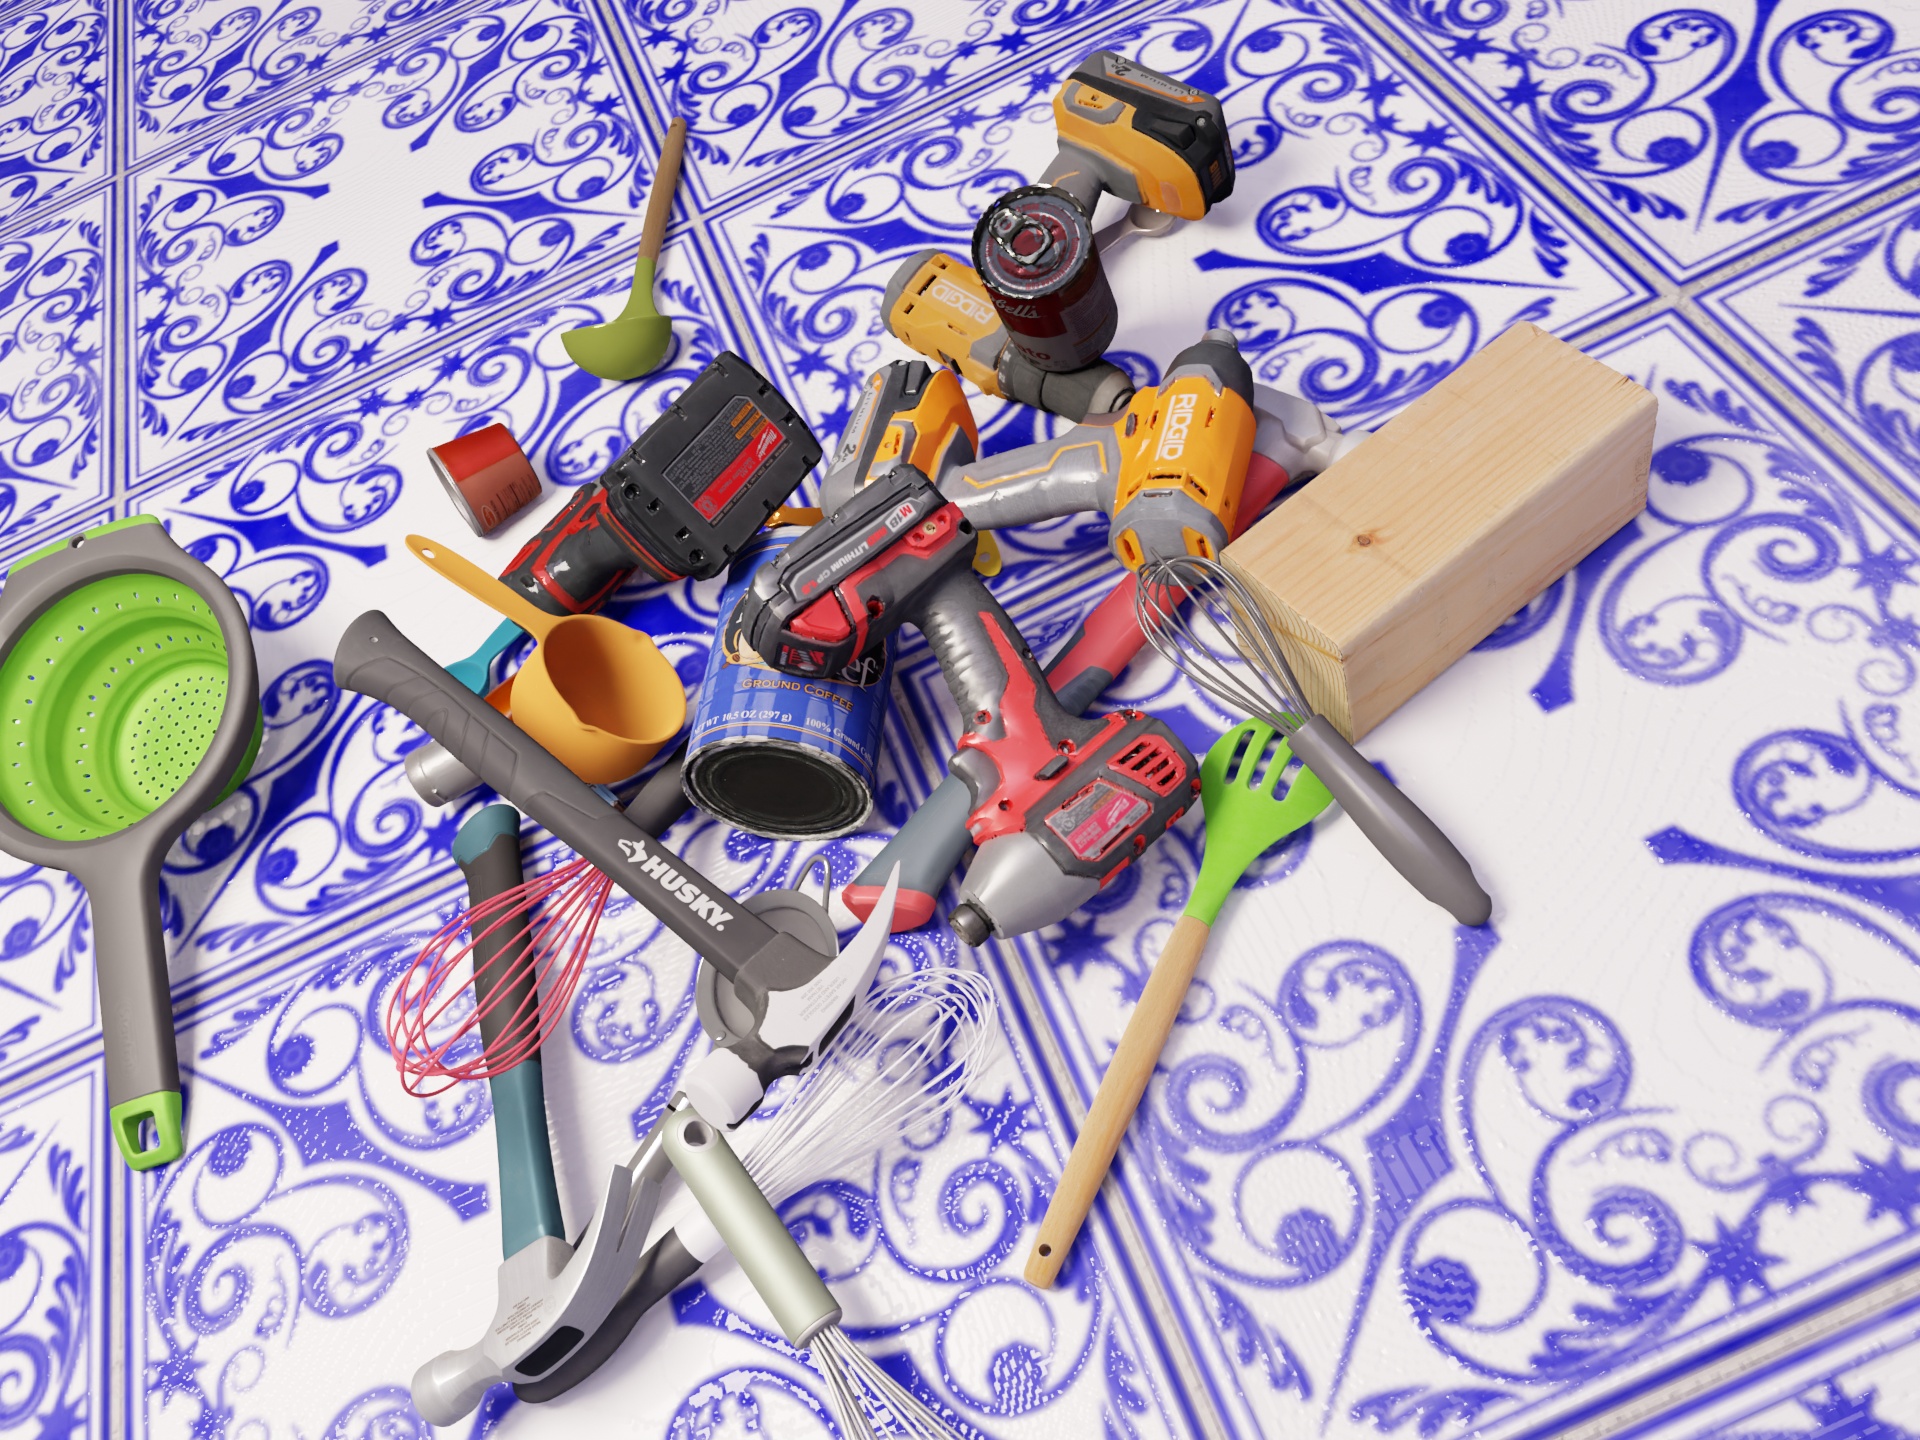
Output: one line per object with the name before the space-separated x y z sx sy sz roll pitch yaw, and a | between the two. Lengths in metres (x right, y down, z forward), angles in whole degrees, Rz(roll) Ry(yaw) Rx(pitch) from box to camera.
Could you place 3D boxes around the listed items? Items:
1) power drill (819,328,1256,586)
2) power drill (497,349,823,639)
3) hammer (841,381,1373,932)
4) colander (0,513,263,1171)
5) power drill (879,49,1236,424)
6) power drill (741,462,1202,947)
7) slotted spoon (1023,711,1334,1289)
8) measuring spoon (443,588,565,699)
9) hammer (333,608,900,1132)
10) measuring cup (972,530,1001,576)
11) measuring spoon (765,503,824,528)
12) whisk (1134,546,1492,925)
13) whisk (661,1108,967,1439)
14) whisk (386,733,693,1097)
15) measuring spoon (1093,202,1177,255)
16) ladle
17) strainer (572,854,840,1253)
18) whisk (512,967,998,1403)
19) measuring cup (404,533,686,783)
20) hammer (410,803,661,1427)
power drill | 0.051 -0.152 0.886 0.226 0.084 0.164 2 54 25
power drill | -0.175 -0.140 0.950 0.227 0.080 0.188 -15 34 55
hammer | 0.064 -0.044 0.871 0.143 0.038 0.386 31 71 35
colander | -0.486 0.073 0.964 0.204 0.094 0.397 -19 70 6
power drill | 0.082 -0.296 1.007 0.185 0.084 0.226 36 83 27
power drill | -0.001 -0.002 0.774 0.143 0.078 0.220 -40 85 -18
slotted spoon | 0.103 0.119 0.751 0.070 0.031 0.314 16 65 28
measuring spoon | -0.289 -0.046 1.015 0.042 0.021 0.129 18 55 30
hammer | -0.180 0.044 0.769 0.335 0.035 0.146 35 53 19
measuring cup | -0.012 -0.142 0.981 0.062 0.029 0.157 -29 63 -2
measuring spoon | -0.072 -0.122 0.994 0.117 0.011 0.021 8 59 20
whisk | 0.166 0.004 0.761 0.055 0.055 0.239 -38 73 -9
whisk | -0.054 0.261 0.664 0.058 0.059 0.247 -23 58 -34
whisk | -0.189 0.080 0.811 0.073 0.073 0.296 8 36 24
measuring spoon | 0.091 -0.314 1.069 0.124 0.018 0.034 -30 59 6
ladle | -0.238 -0.370 1.197 0.078 0.062 0.320 -7 52 12
strainer | -0.128 0.183 0.779 0.087 0.050 0.258 22 72 38
whisk | -0.094 0.215 0.735 0.284 0.070 0.070 -41 53 -5
measuring cup | -0.233 -0.032 0.857 0.052 0.173 0.095 -47 13 33
hammer | -0.228 0.170 0.806 0.128 0.033 0.331 -34 45 11
